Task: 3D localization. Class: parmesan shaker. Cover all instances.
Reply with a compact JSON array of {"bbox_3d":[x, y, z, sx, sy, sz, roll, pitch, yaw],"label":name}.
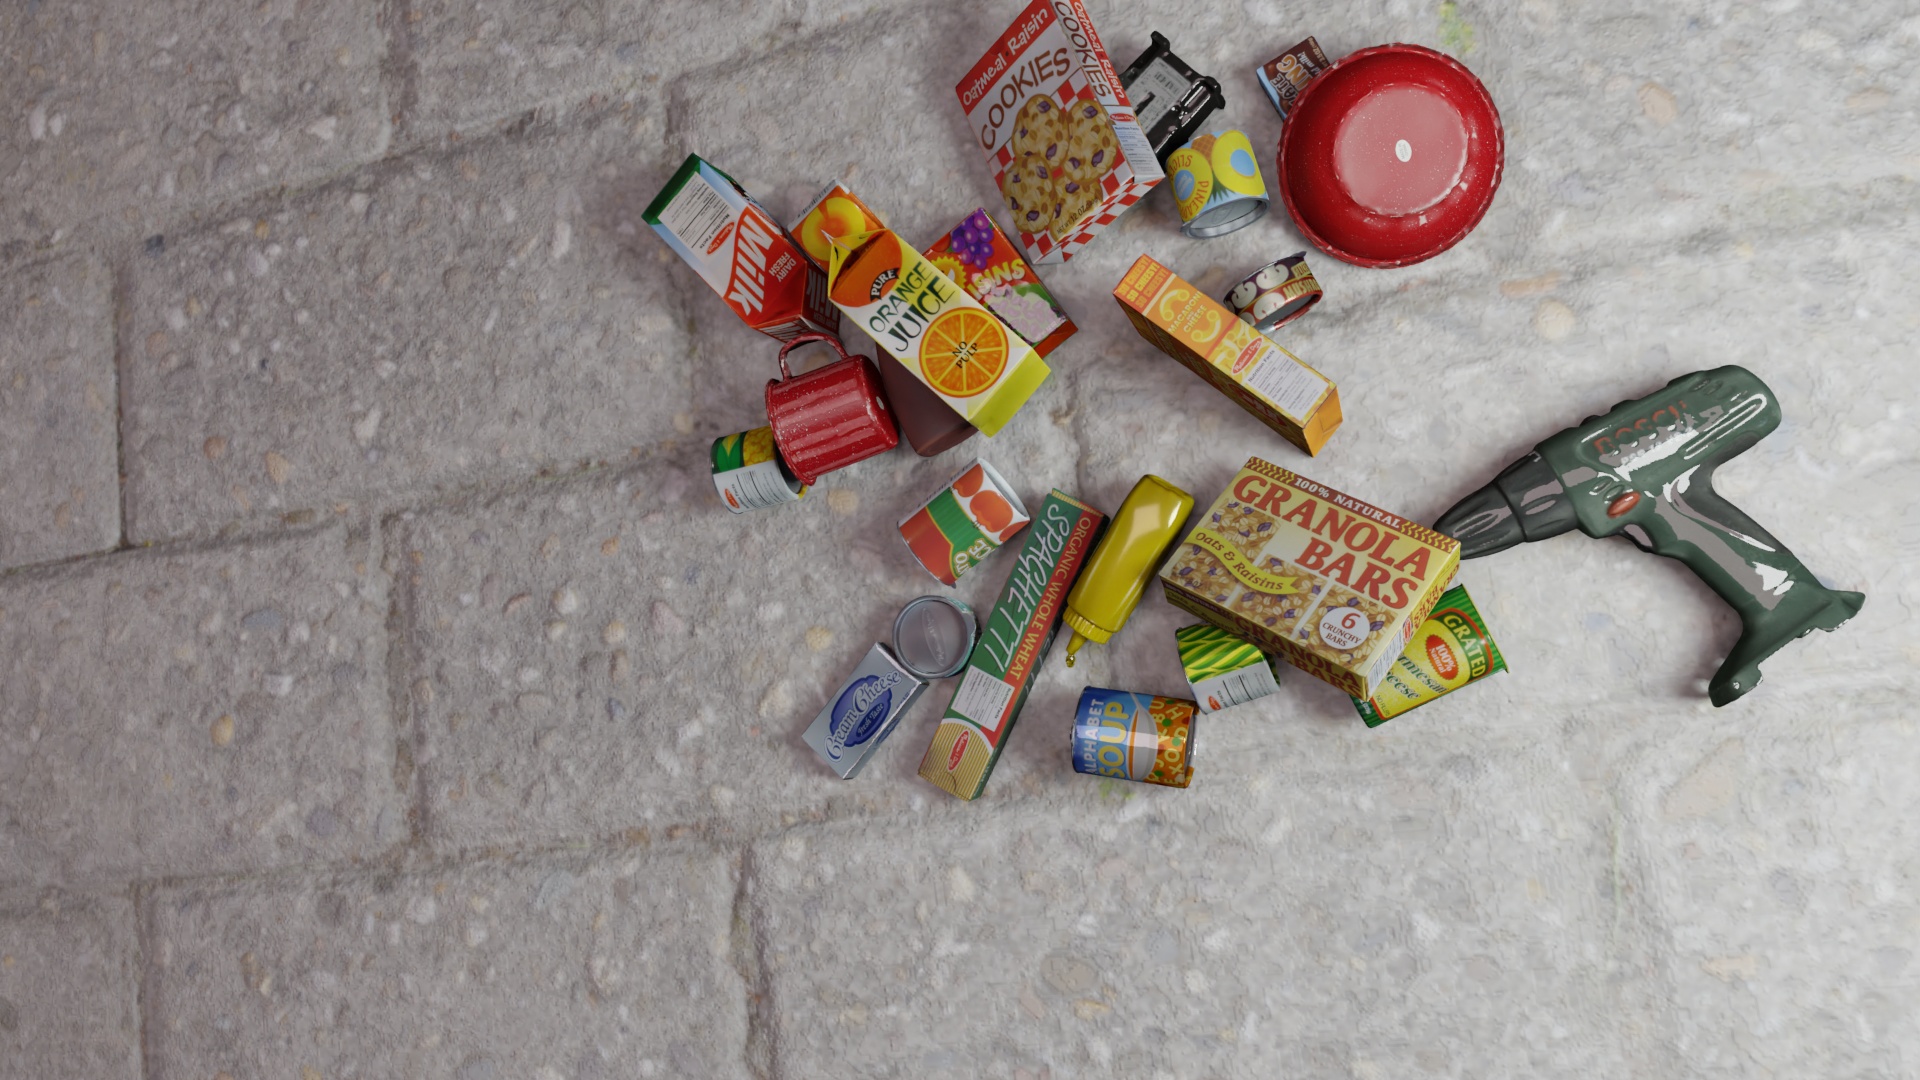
[{"bbox_3d":[0.320,0.084,0.973,0.103,0.071,0.071,-28,77,15],"label":"parmesan shaker"}]

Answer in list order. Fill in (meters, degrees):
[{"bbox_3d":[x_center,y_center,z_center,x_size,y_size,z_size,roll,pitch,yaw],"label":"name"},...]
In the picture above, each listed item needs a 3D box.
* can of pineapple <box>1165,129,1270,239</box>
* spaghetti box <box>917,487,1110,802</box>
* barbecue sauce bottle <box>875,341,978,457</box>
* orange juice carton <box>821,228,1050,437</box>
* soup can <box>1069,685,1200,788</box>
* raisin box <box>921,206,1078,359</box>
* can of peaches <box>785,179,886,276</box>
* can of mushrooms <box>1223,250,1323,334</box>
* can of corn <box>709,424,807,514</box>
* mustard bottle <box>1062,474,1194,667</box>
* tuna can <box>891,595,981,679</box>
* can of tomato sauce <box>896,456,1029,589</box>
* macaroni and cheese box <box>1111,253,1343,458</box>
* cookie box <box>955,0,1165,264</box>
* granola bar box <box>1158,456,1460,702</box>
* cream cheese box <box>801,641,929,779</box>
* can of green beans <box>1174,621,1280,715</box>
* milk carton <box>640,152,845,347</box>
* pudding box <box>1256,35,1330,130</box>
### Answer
[{"bbox_3d":[0.191,-0.267,1.045,0.071,0.071,0.058,-19,79,16],"label":"can of pineapple"},{"bbox_3d":[0.042,0.082,1.086,0.050,0.028,0.249,26,94,19],"label":"spaghetti box"},{"bbox_3d":[-0.038,-0.145,1.125,0.065,0.043,0.149,-29,76,13],"label":"barbecue sauce bottle"},{"bbox_3d":[-0.030,-0.170,1.065,0.193,0.072,0.073,42,95,16],"label":"orange juice carton"},{"bbox_3d":[0.130,0.146,1.028,0.084,0.071,0.071,6,87,19],"label":"soup can"},{"bbox_3d":[0.022,-0.192,1.111,0.086,0.040,0.123,-38,74,13],"label":"raisin box"},{"bbox_3d":[-0.099,-0.253,1.144,0.058,0.071,0.071,-44,74,10],"label":"can of peaches"},{"bbox_3d":[0.232,-0.180,1.024,0.071,0.071,0.033,-29,78,14],"label":"can of mushrooms"},{"bbox_3d":[-0.165,-0.062,1.150,0.058,0.071,0.071,-13,82,17],"label":"can of corn"},{"bbox_3d":[0.118,0.027,1.048,0.049,0.065,0.160,32,99,12],"label":"mustard bottle"},{"bbox_3d":[-0.016,0.076,1.103,0.071,0.033,0.071,-1,85,19],"label":"tuna can"},{"bbox_3d":[0.004,-0.014,1.088,0.083,0.071,0.071,-39,75,11],"label":"can of tomato sauce"},{"bbox_3d":[0.196,-0.132,1.003,0.167,0.123,0.040,39,96,17],"label":"macaroni and cheese box"},{"bbox_3d":[0.072,-0.318,1.074,0.122,0.040,0.167,-35,73,47],"label":"cookie box"},{"bbox_3d":[0.243,0.023,0.973,0.166,0.039,0.124,28,68,34],"label":"granola bar box"},{"bbox_3d":[-0.078,0.137,1.124,0.053,0.024,0.103,41,98,19],"label":"cream cheese box"},{"bbox_3d":[0.195,0.087,1.014,0.058,0.071,0.071,-20,79,15],"label":"can of green beans"},{"bbox_3d":[-0.171,-0.230,1.162,0.191,0.072,0.073,45,100,18],"label":"milk carton"},{"bbox_3d":[0.264,-0.330,1.046,0.049,0.030,0.084,-29,77,15],"label":"pudding box"}]
